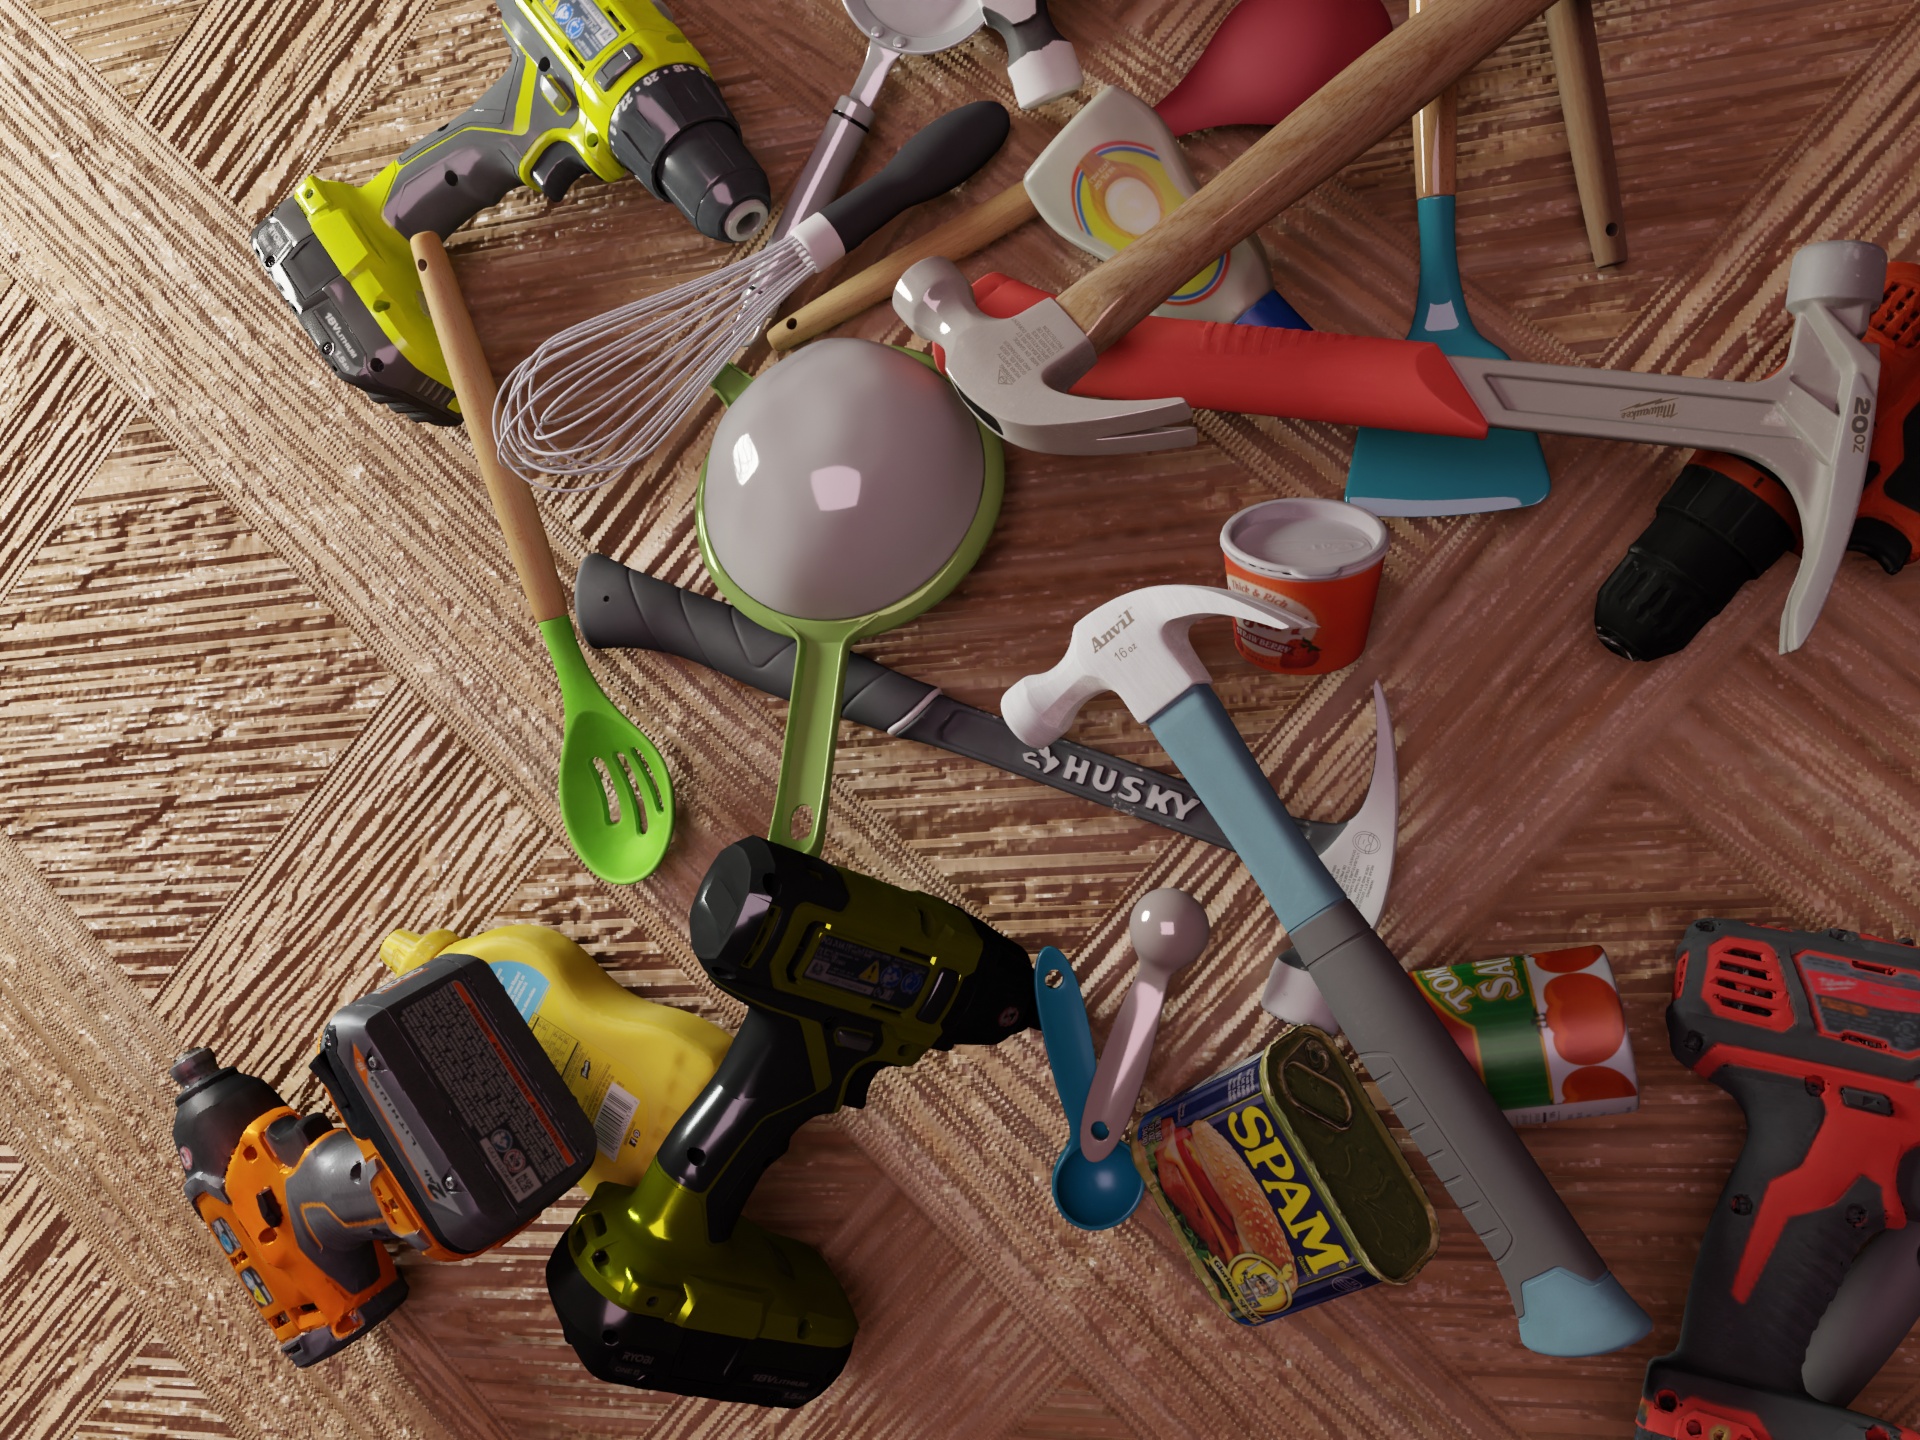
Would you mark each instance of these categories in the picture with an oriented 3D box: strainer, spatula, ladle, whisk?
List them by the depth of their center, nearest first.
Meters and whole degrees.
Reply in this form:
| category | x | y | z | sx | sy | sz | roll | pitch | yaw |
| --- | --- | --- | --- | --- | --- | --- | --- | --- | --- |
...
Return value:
| category | x | y | z | sx | sy | sz | roll | pitch | yaw |
| --- | --- | --- | --- | --- | --- | --- | --- | --- | --- |
| whisk | 0.305 | 0.285 | 0.615 | 0.055 | 0.055 | 0.239 | 36 | 93 | 15 |
| spatula | 0.240 | -0.343 | 0.646 | 0.060 | 0.018 | 0.316 | -12 | 96 | 4 |
| spatula | 0.198 | -0.245 | 0.658 | 0.082 | 0.044 | 0.317 | -1 | 98 | 20 |
| strainer | -0.065 | -0.066 | 0.695 | 0.151 | 0.069 | 0.256 | 1 | 71 | 16 |
| whisk | -0.091 | -0.198 | 0.722 | 0.284 | 0.070 | 0.070 | -37 | 77 | -9 |
| ladle | 0.046 | -0.248 | 0.728 | 0.315 | 0.031 | 0.069 | -25 | 78 | 15 |
| strainer | -0.047 | -0.294 | 0.750 | 0.087 | 0.050 | 0.258 | 31 | 101 | 10 |

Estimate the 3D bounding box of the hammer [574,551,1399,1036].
| category | x | y | z | sx | sy | sz | roll | pitch | yaw |
| --- | --- | --- | --- | --- | --- | --- | --- | --- | --- |
| hammer | -0.001 | -0.002 | 0.723 | 0.409 | 0.036 | 0.149 | 20 | 92 | 17 |

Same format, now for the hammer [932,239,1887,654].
| category | x | y | z | sx | sy | sz | roll | pitch | yaw |
| --- | --- | --- | --- | --- | --- | --- | --- | --- | --- |
| hammer | 0.159 | -0.126 | 0.633 | 0.359 | 0.036 | 0.149 | 10 | 91 | 19 |

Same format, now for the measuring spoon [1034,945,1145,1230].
| category | x | y | z | sx | sy | sz | roll | pitch | yaw |
| --- | --- | --- | --- | --- | --- | --- | --- | --- | --- |
| measuring spoon | 0.049 | 0.158 | 0.695 | 0.042 | 0.021 | 0.128 | -13 | 96 | -11 |

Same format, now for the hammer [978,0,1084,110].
| category | x | y | z | sx | sy | sz | roll | pitch | yaw |
| --- | --- | --- | --- | --- | --- | --- | --- | --- | --- |
| hammer | 0.156 | -0.394 | 0.675 | 0.335 | 0.035 | 0.146 | -19 | 104 | 8 |

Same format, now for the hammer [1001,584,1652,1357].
| category | x | y | z | sx | sy | sz | roll | pitch | yaw |
| --- | --- | --- | --- | --- | --- | --- | --- | --- | --- |
| hammer | 0.144 | 0.088 | 0.609 | 0.128 | 0.033 | 0.331 | -41 | 71 | 29 |

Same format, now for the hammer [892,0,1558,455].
| category | x | y | z | sx | sy | sz | roll | pitch | yaw |
| --- | --- | --- | --- | --- | --- | --- | --- | --- | --- |
| hammer | 0.137 | -0.223 | 0.623 | 0.331 | 0.031 | 0.130 | -37 | 64 | 3 |

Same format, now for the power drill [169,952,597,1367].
| category | x | y | z | sx | sy | sz | roll | pitch | yaw |
| --- | --- | --- | --- | --- | --- | --- | --- | --- | --- |
| power drill | -0.284 | 0.194 | 0.735 | 0.226 | 0.084 | 0.164 | -36 | 87 | 35 |

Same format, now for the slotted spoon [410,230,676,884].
| category | x | y | z | sx | sy | sz | roll | pitch | yaw |
| --- | --- | --- | --- | --- | --- | --- | --- | --- | --- |
| slotted spoon | -0.198 | -0.073 | 0.748 | 0.070 | 0.031 | 0.313 | -12 | 101 | 28 |

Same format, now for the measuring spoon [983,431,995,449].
| category | x | y | z | sx | sy | sz | roll | pitch | yaw |
| --- | --- | --- | --- | --- | --- | --- | --- | --- | --- |
| measuring spoon | 0.002 | -0.121 | 0.743 | 0.021 | 0.011 | 0.117 | 27 | 91 | 27 |

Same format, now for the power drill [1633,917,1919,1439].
| category | x | y | z | sx | sy | sz | roll | pitch | yaw |
| --- | --- | --- | --- | --- | --- | --- | --- | --- | --- |
| power drill | 0.343 | 0.191 | 0.567 | 0.188 | 0.080 | 0.227 | 10 | 74 | 23 |

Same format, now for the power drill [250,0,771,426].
| category | x | y | z | sx | sy | sz | roll | pitch | yaw |
| --- | --- | --- | --- | --- | --- | --- | --- | --- | --- |
| power drill | -0.214 | -0.252 | 0.775 | 0.228 | 0.080 | 0.191 | -39 | 73 | 9 |

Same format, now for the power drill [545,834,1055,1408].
| category | x | y | z | sx | sy | sz | roll | pitch | yaw |
| --- | --- | --- | --- | --- | --- | --- | --- | --- | --- |
| power drill | -0.065 | 0.174 | 0.683 | 0.223 | 0.171 | 0.080 | -63 | 30 | 7 |

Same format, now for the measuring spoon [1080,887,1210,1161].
| category | x | y | z | sx | sy | sz | roll | pitch | yaw |
| --- | --- | --- | --- | --- | --- | --- | --- | --- | --- |
| measuring spoon | 0.072 | 0.130 | 0.668 | 0.034 | 0.018 | 0.124 | 20 | 97 | 19 |
